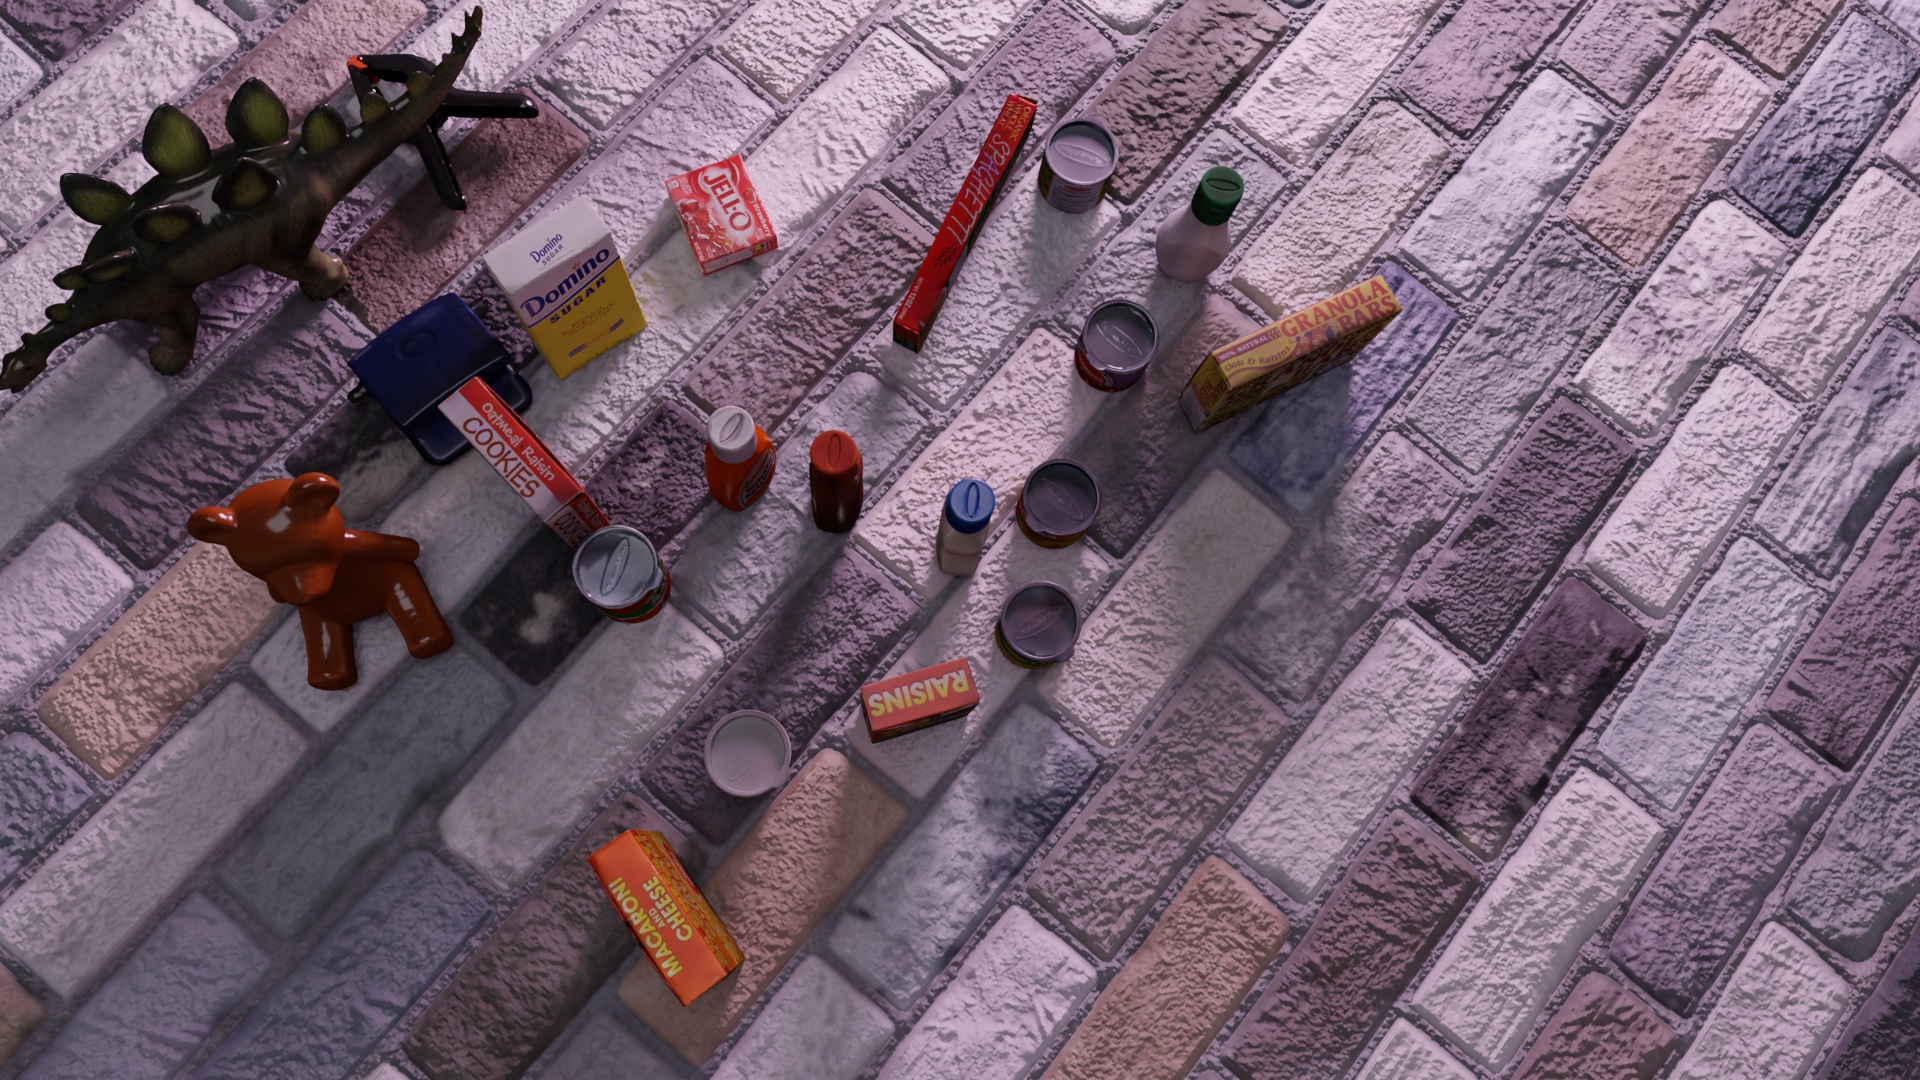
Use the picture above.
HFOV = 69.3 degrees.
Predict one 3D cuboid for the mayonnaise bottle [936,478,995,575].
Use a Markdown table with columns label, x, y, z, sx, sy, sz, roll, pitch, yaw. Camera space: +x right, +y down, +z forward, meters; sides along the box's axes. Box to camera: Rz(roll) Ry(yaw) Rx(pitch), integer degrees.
| label | x | y | z | sx | sy | sz | roll | pitch | yaw |
| --- | --- | --- | --- | --- | --- | --- | --- | --- | --- |
| mayonnaise bottle | 0.004 | -0.014 | 1.120 | 0.041 | 0.147 | 0.065 | 6 | 77 | -3 |

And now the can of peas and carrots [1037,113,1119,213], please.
| label | x | y | z | sx | sy | sz | roll | pitch | yaw |
| --- | --- | --- | --- | --- | --- | --- | --- | --- | --- |
| can of peas and carrots | 0.106 | -0.339 | 1.249 | 0.071 | 0.058 | 0.071 | 1 | 77 | -4 |

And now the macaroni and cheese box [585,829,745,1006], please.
| label | x | y | z | sx | sy | sz | roll | pitch | yaw |
| --- | --- | --- | --- | --- | --- | --- | --- | --- | --- |
| macaroni and cheese box | -0.214 | 0.276 | 1.027 | 0.040 | 0.166 | 0.124 | -35 | 82 | -11 |

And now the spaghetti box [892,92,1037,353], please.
| label | x | y | z | sx | sy | sz | roll | pitch | yaw |
| --- | --- | --- | --- | --- | --- | --- | --- | --- | --- |
| spaghetti box | 0.005 | -0.284 | 1.233 | 0.029 | 0.050 | 0.250 | 25 | 76 | 2 |

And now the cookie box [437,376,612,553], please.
| label | x | y | z | sx | sy | sz | roll | pitch | yaw |
| --- | --- | --- | --- | --- | --- | --- | --- | --- | --- |
| cookie box | -0.334 | -0.050 | 1.093 | 0.040 | 0.167 | 0.123 | -43 | 84 | -12 |

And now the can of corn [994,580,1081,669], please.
| label | x | y | z | sx | sy | sz | roll | pitch | yaw |
| --- | --- | --- | --- | --- | --- | --- | --- | --- | --- |
| can of corn | 0.065 | 0.073 | 1.150 | 0.071 | 0.058 | 0.071 | 1 | 77 | -4 |

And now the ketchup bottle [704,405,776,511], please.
| label | x | y | z | sx | sy | sz | roll | pitch | yaw |
| --- | --- | --- | --- | --- | --- | --- | --- | --- | --- |
| ketchup bottle | -0.180 | -0.069 | 1.119 | 0.043 | 0.148 | 0.065 | 33 | 77 | 4 |

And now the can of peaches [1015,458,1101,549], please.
| label | x | y | z | sx | sy | sz | roll | pitch | yaw |
| --- | --- | --- | --- | --- | --- | --- | --- | --- | --- |
| can of peaches | 0.080 | -0.029 | 1.175 | 0.071 | 0.058 | 0.071 | 1 | 77 | -4 |

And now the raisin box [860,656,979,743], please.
| label | x | y | z | sx | sy | sz | roll | pitch | yaw |
| --- | --- | --- | --- | --- | --- | --- | --- | --- | --- |
| raisin box | -0.035 | 0.128 | 1.097 | 0.086 | 0.123 | 0.040 | -15 | 79 | -7 |

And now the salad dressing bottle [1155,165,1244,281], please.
| label | x | y | z | sx | sy | sz | roll | pitch | yaw |
| --- | --- | --- | --- | --- | --- | --- | --- | --- | --- |
| salad dressing bottle | 0.208 | -0.272 | 1.196 | 0.064 | 0.147 | 0.044 | 12 | 77 | -1 |

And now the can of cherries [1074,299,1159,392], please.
| label | x | y | z | sx | sy | sz | roll | pitch | yaw |
| --- | --- | --- | --- | --- | --- | --- | --- | --- | --- |
| can of cherries | 0.133 | -0.167 | 1.212 | 0.071 | 0.058 | 0.071 | 1 | 77 | -4 |

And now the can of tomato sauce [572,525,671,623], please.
| label | x | y | z | sx | sy | sz | roll | pitch | yaw |
| --- | --- | --- | --- | --- | --- | --- | --- | --- | --- |
| can of tomato sauce | -0.270 | 0.029 | 1.123 | 0.071 | 0.083 | 0.071 | 1 | 77 | -4 |

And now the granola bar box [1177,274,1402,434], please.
| label | x | y | z | sx | sy | sz | roll | pitch | yaw |
| --- | --- | --- | --- | --- | --- | --- | --- | --- | --- |
| granola bar box | 0.277 | -0.158 | 1.186 | 0.166 | 0.124 | 0.039 | -25 | 80 | -9 |

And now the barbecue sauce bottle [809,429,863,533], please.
| label | x | y | z | sx | sy | sz | roll | pitch | yaw |
| --- | --- | --- | --- | --- | --- | --- | --- | --- | --- |
| barbecue sauce bottle | -0.100 | -0.051 | 1.121 | 0.044 | 0.148 | 0.065 | 7 | 77 | -3 |

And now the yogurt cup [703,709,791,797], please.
| label | x | y | z | sx | sy | sz | roll | pitch | yaw |
| --- | --- | --- | --- | --- | --- | --- | --- | --- | --- |
| yogurt cup | -0.169 | 0.172 | 1.112 | 0.072 | 0.054 | 0.072 | 1 | 77 | -4 |
